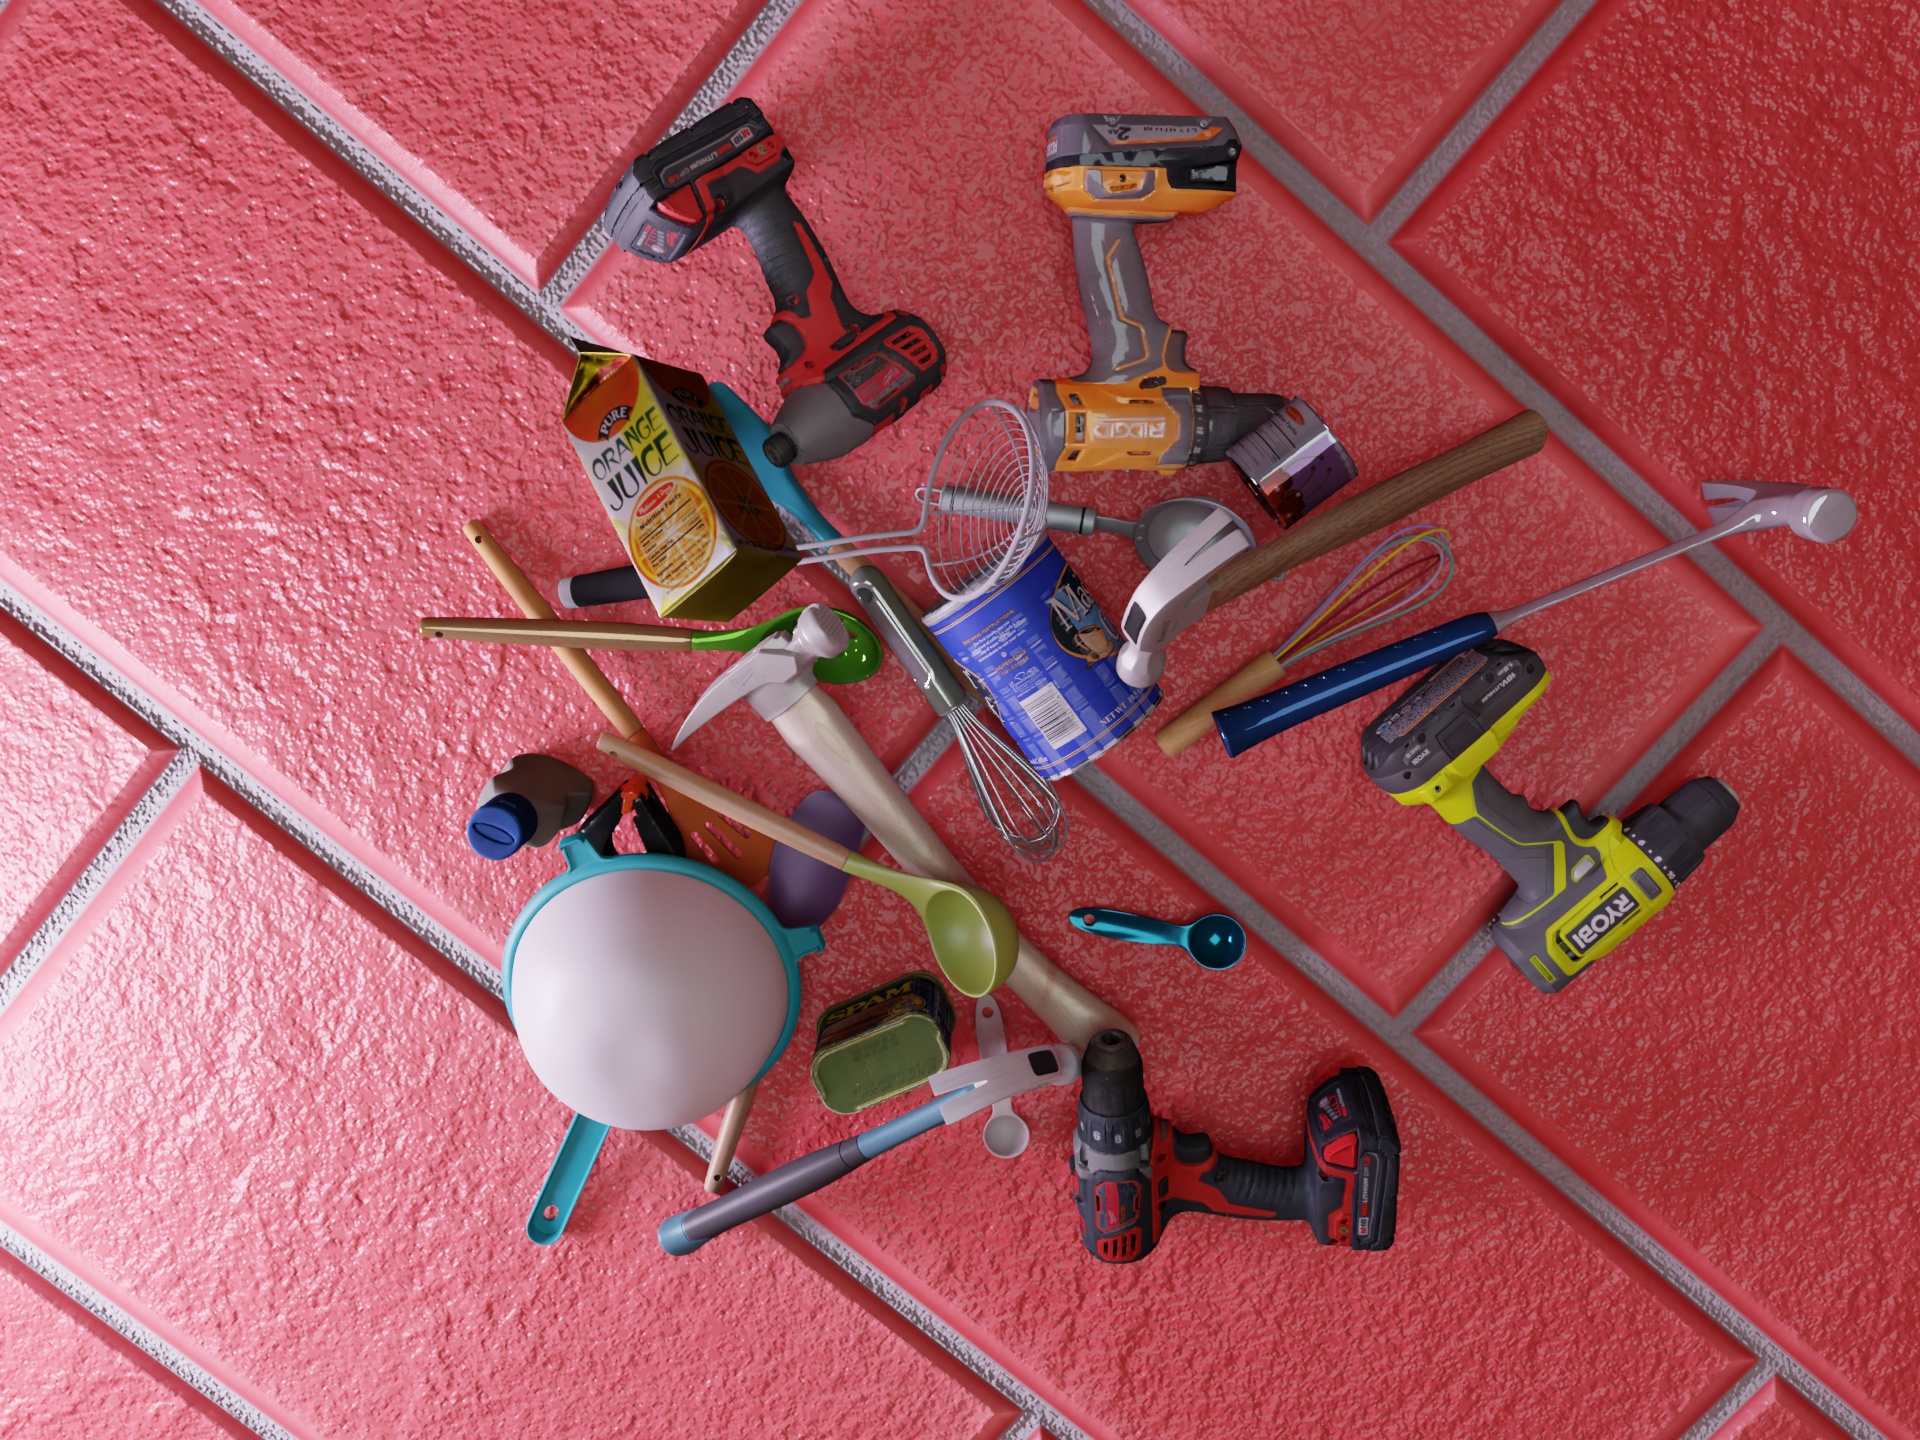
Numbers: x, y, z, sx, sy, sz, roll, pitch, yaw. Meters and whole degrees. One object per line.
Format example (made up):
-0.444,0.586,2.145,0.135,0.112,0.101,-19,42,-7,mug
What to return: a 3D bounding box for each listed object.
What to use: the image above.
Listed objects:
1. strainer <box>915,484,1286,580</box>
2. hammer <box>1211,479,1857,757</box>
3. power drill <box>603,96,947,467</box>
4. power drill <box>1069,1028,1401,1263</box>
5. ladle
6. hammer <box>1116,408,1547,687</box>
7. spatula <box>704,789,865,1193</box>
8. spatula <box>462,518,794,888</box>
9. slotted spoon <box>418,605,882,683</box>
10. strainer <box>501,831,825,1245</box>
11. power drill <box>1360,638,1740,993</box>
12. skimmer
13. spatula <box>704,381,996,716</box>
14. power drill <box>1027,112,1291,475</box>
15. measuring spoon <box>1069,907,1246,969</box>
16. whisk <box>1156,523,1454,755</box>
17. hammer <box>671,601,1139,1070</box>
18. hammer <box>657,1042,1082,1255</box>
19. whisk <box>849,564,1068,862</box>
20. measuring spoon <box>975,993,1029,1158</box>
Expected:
0.096,-0.138,1.091,0.258,0.050,0.086,10,143,4,strainer
0.361,-0.069,1.057,0.405,0.144,0.035,-23,101,6,hammer
-0.121,-0.272,1.027,0.143,0.078,0.219,-43,100,-26,power drill
0.190,0.298,1.131,0.226,0.080,0.187,-3,116,3,power drill
-0.105,0.091,1.073,0.320,0.062,0.078,26,135,-1,ladle
0.248,-0.128,1.026,0.331,0.130,0.031,-26,66,-17,hammer
-0.138,0.200,1.159,0.059,0.018,0.316,16,99,-12,spatula
-0.243,-0.010,1.123,0.081,0.041,0.322,-37,94,6,spatula
-0.210,-0.059,1.093,0.313,0.031,0.070,2,135,-5,slotted spoon
-0.244,0.257,1.106,0.211,0.095,0.340,23,109,-9,strainer
0.410,0.053,1.106,0.190,0.080,0.228,-43,100,7,power drill
-0.113,-0.120,1.029,0.363,0.090,0.127,-8,73,17,skimmer
-0.072,-0.100,1.096,0.317,0.044,0.082,44,113,-8,spatula
0.138,-0.275,1.049,0.185,0.084,0.226,-1,104,-7,power drill
0.143,0.151,1.156,0.128,0.021,0.042,9,100,8,measuring spoon
0.240,-0.052,1.108,0.245,0.047,0.051,-38,87,10,whisk
-0.022,0.113,1.120,0.146,0.038,0.410,-36,104,19,hammer
-0.076,0.307,1.128,0.331,0.128,0.033,-30,71,19,hammer
-0.002,-0.004,1.097,0.058,0.059,0.246,-23,108,42,whisk
0.027,0.261,1.175,0.034,0.018,0.124,-8,93,2,measuring spoon
